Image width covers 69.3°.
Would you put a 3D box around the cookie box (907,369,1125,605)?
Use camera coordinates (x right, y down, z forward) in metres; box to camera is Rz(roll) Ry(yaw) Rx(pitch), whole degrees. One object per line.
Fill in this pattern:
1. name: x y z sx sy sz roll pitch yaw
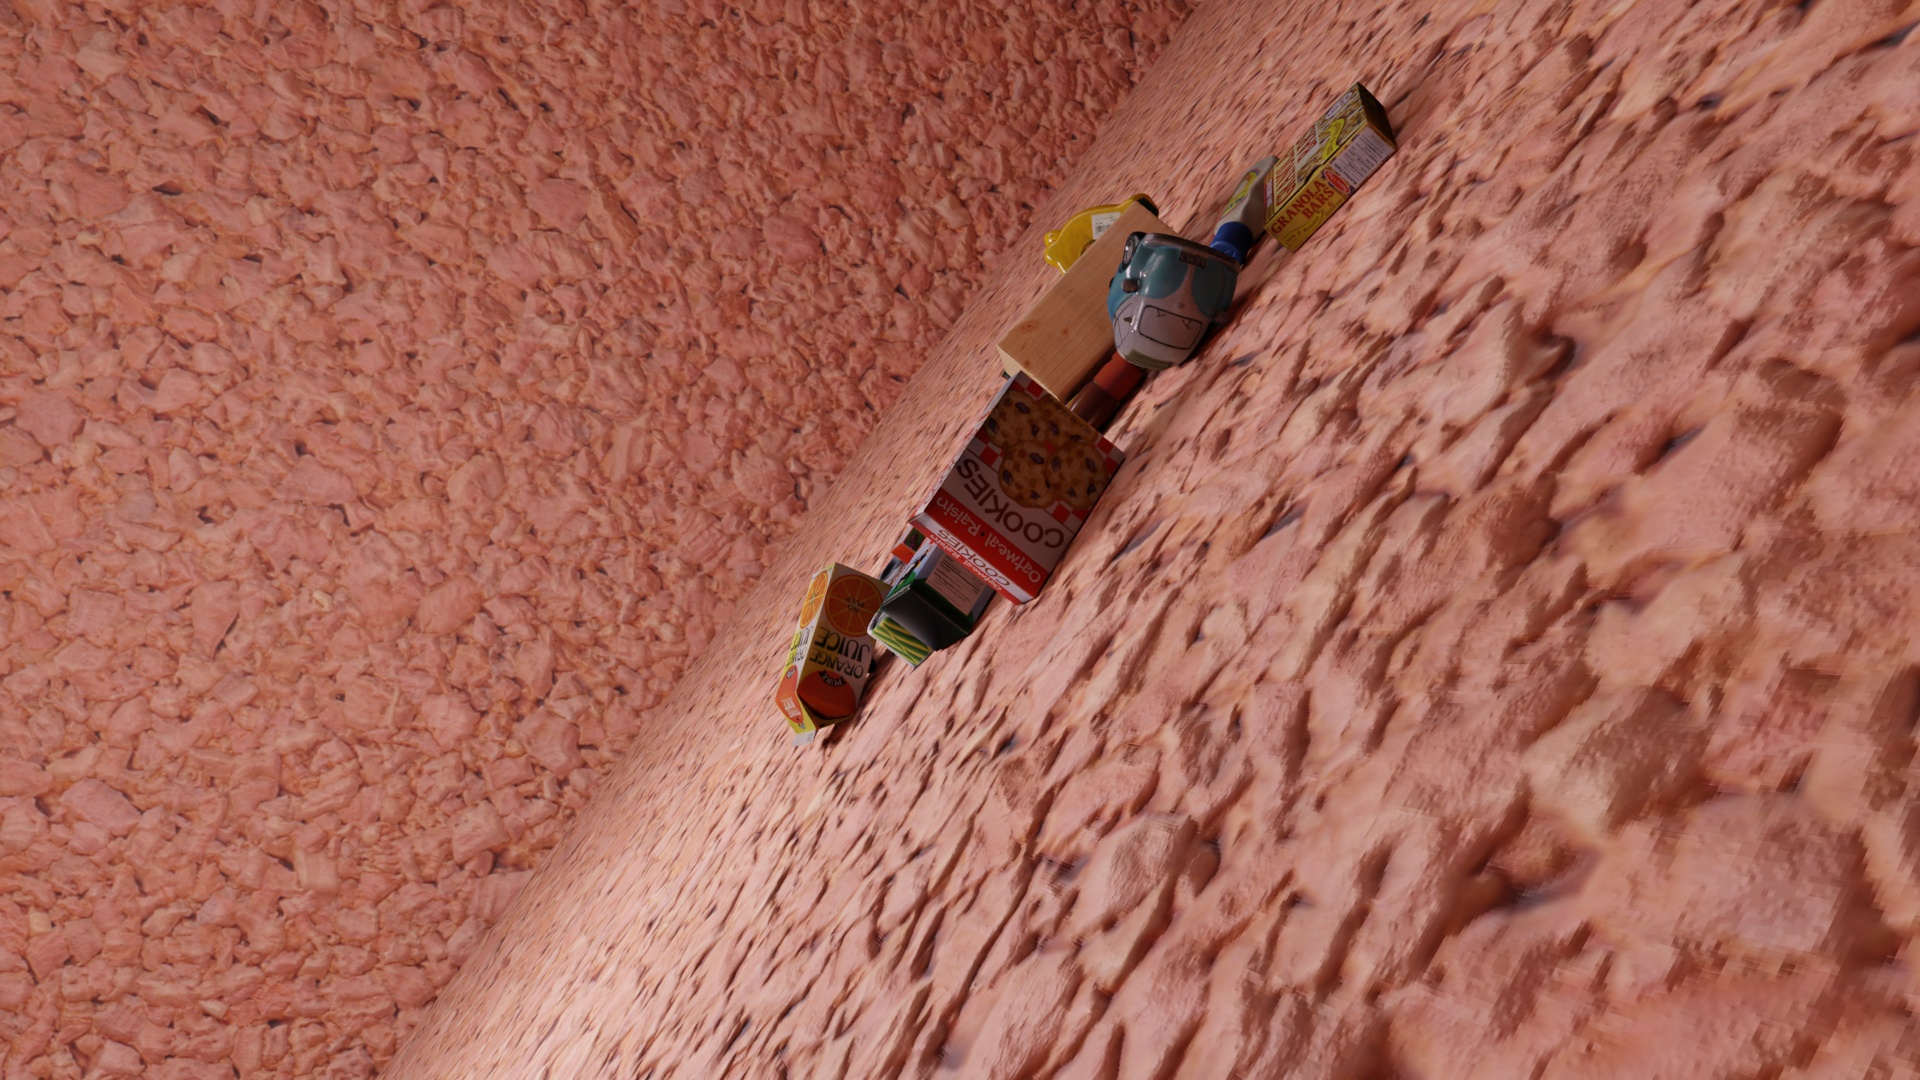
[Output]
1. cookie box: 0.050 -0.046 1.211 0.168 0.123 0.040 -56 10 -23

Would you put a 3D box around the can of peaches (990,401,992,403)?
1. can of peaches: 0.080 -0.160 1.642 0.058 0.071 0.071 -46 11 26

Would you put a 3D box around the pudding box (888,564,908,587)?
1. pudding box: -0.046 0.033 1.610 0.083 0.030 0.050 -51 11 4

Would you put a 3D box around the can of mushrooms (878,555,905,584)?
1. can of mushrooms: -0.067 0.033 1.691 0.071 0.033 0.071 -50 11 13

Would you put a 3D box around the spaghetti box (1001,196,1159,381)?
1. spaghetti box: 0.133 -0.276 1.550 0.250 0.028 0.050 -52 3 1

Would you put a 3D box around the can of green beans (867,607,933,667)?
1. can of green beans: -0.050 0.083 1.382 0.071 0.058 0.071 -49 11 13

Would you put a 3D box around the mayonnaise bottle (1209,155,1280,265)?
1. mayonnaise bottle: 0.285 -0.323 1.385 0.064 0.041 0.149 -36 18 50

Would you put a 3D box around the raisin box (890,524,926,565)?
1. raisin box: -0.001 -0.013 1.421 0.124 0.086 0.040 -57 7 -27

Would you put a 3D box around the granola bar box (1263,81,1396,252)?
1. granola bar box: 0.331 -0.342 1.260 0.123 0.039 0.166 -46 11 29

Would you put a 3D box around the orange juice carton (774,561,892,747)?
1. orange juice carton: -0.143 0.129 1.496 0.071 0.073 0.193 -27 43 60

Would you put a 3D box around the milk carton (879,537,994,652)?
1. milk carton: 0.008 0.008 1.347 0.191 0.073 0.072 -57 12 -31

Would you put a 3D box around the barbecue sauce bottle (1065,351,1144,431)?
1. barbecue sauce bottle: 0.122 -0.122 1.387 0.148 0.043 0.065 -48 2 14

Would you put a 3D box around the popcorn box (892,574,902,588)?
1. popcorn box: -0.037 0.050 1.491 0.085 0.038 0.127 -50 11 13
